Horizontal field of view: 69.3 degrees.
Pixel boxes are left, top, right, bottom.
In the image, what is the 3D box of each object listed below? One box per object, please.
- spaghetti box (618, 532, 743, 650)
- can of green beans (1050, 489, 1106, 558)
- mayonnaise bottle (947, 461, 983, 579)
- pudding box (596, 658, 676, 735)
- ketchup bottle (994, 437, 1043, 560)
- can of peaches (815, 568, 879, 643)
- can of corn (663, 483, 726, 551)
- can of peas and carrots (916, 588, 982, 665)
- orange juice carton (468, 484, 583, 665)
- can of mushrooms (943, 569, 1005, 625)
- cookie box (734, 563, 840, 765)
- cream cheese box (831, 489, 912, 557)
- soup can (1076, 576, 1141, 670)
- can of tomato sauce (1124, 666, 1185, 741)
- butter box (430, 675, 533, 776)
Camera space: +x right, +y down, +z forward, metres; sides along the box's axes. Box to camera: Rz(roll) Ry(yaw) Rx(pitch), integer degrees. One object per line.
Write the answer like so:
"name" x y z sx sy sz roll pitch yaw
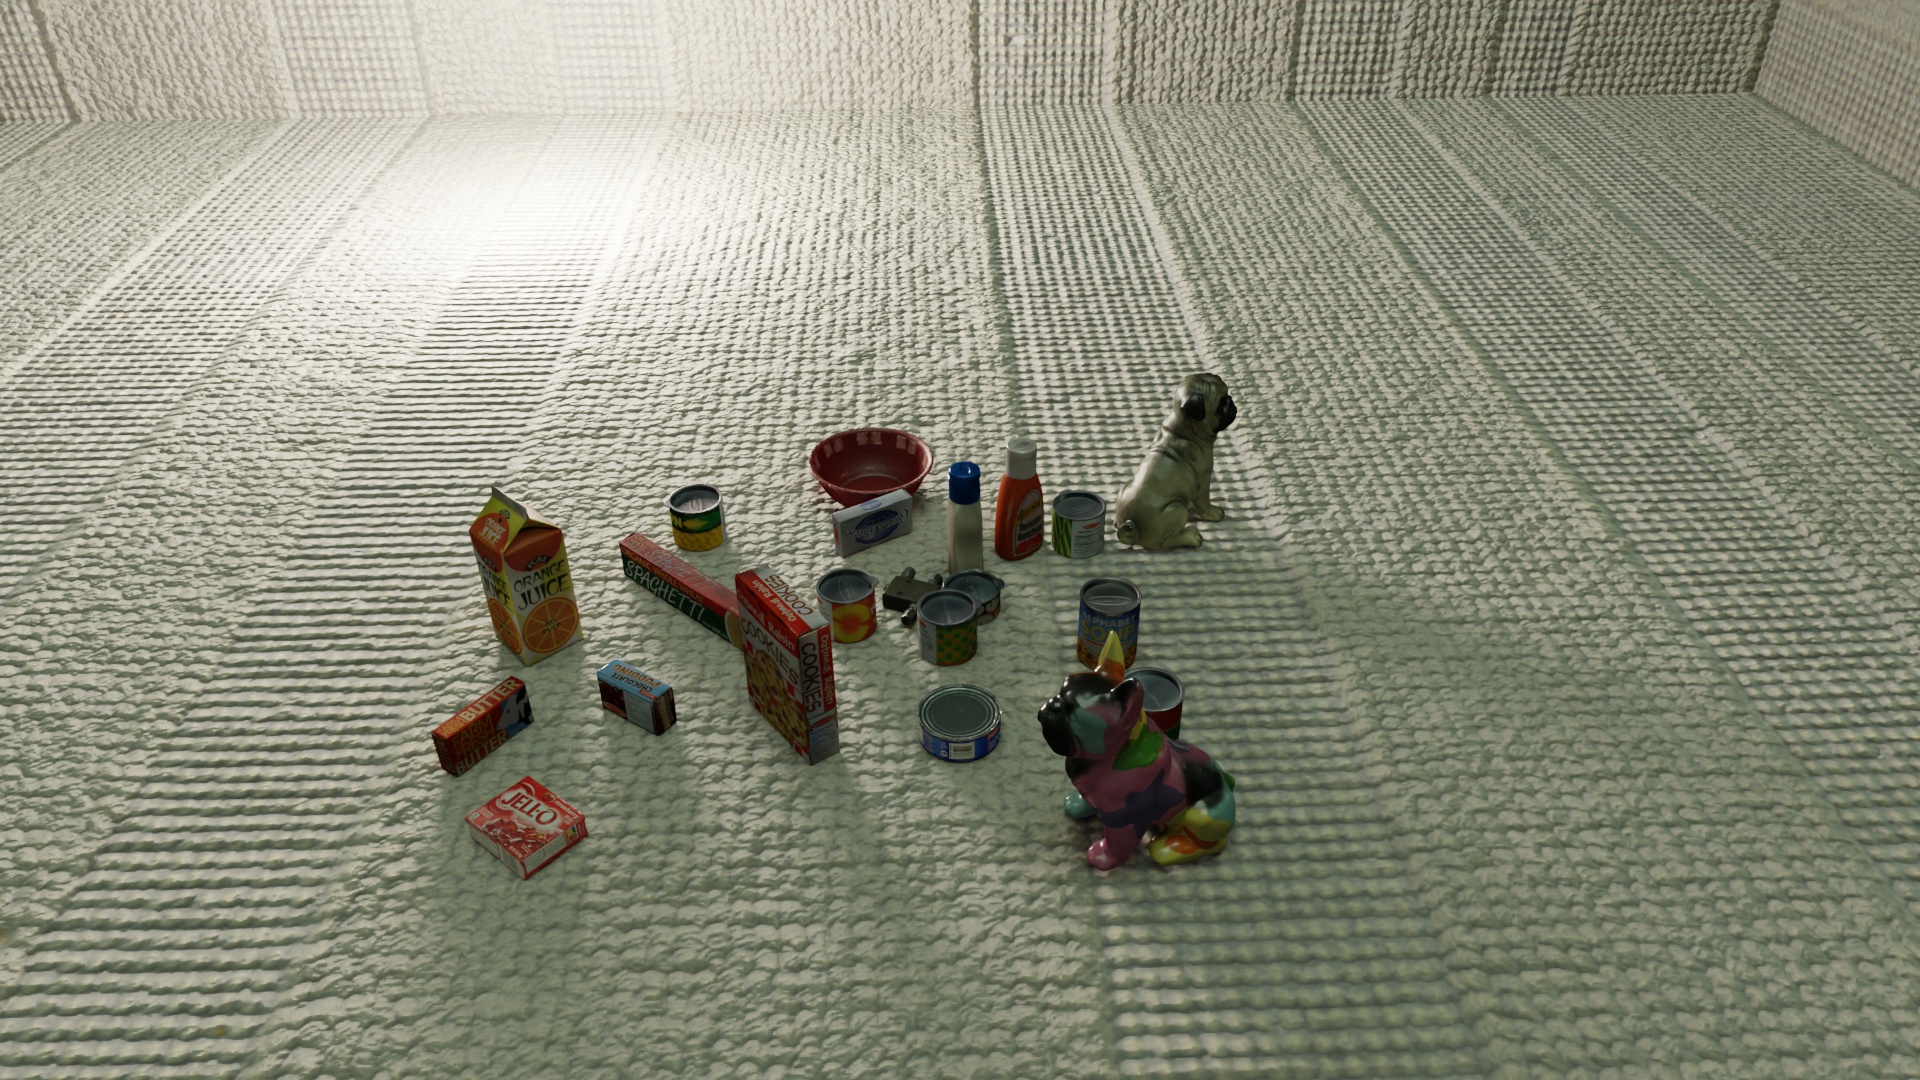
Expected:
"spaghetti box" -0.302 0.061 1.582 0.250 0.050 0.029 27 43 34
"can of green beans" 0.143 -0.019 1.688 0.071 0.057 0.071 0 34 0
"mayonnaise bottle" 0.006 -0.020 1.611 0.041 0.147 0.065 -6 35 -8
"pudding box" -0.335 0.161 1.436 0.084 0.049 0.030 21 40 27
"ketchup bottle" 0.071 -0.051 1.654 0.065 0.148 0.043 -27 42 -33
"can of peaches" -0.125 0.073 1.556 0.071 0.057 0.071 0 34 0
"can of corn" -0.325 -0.027 1.703 0.071 0.058 0.071 0 34 0
"can of peas and carrots" -0.012 0.095 1.522 0.071 0.058 0.071 0 34 0
"orange juice carton" -0.471 0.032 1.500 0.073 0.191 0.072 -29 44 -35
"can of mushrooms" 0.016 0.065 1.587 0.071 0.033 0.071 0 35 0
"cookie box" -0.173 0.124 1.387 0.040 0.166 0.123 -23 40 -29
"cream cheese box" -0.107 -0.021 1.696 0.104 0.053 0.024 -21 40 -27
"soup can" 0.160 0.093 1.502 0.071 0.083 0.072 0 34 0
"can of tomato sauce" 0.184 0.179 1.377 0.071 0.082 0.071 0 34 0
"butter box" -0.480 0.186 1.398 0.024 0.052 0.104 21 40 28
